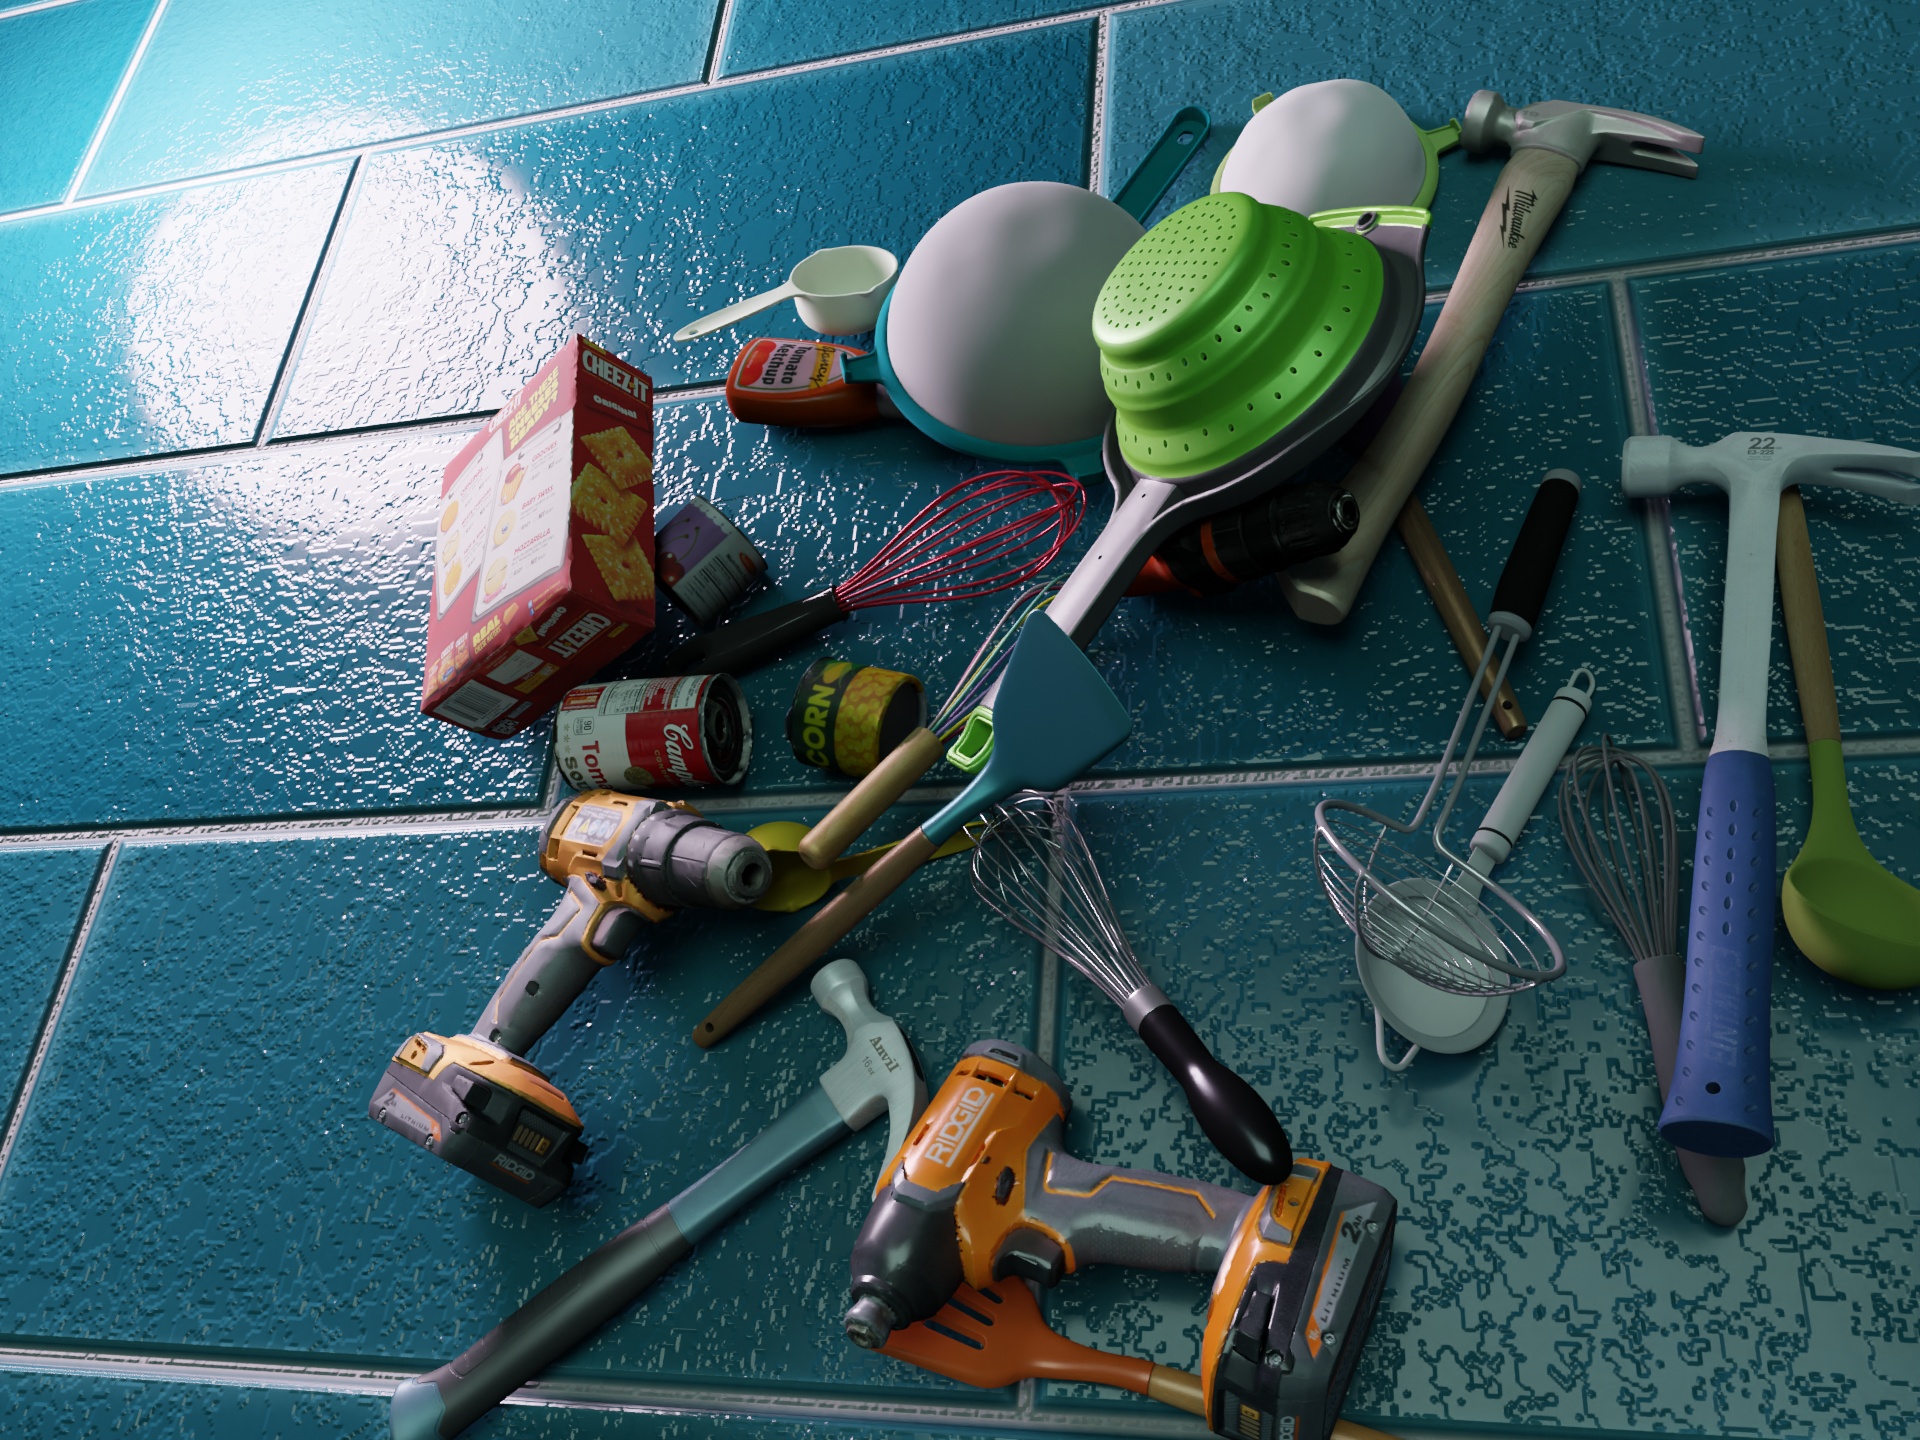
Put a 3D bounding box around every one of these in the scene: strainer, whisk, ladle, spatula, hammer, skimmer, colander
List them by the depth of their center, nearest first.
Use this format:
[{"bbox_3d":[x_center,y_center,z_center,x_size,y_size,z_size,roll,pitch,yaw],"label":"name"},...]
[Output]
[{"bbox_3d":[0.110,0.303,0.722,0.323,0.041,0.081,10,40,21],"label":"spatula"},{"bbox_3d":[0.373,0.010,0.747,0.144,0.035,0.406,3,53,27],"label":"hammer"},{"bbox_3d":[0.332,0.116,0.754,0.055,0.055,0.239,-10,63,12],"label":"whisk"},{"bbox_3d":[0.271,-0.018,0.784,0.127,0.090,0.363,30,58,2],"label":"skimmer"},{"bbox_3d":[0.078,0.124,0.788,0.070,0.070,0.285,-36,42,-4],"label":"whisk"},{"bbox_3d":[0.433,-0.016,0.790,0.078,0.062,0.320,9,60,-1],"label":"ladle"},{"bbox_3d":[0.265,0.071,0.804,0.087,0.050,0.258,38,69,-3],"label":"strainer"},{"bbox_3d":[-0.158,0.271,0.833,0.331,0.033,0.128,-37,56,-4],"label":"hammer"},{"bbox_3d":[-0.040,0.076,0.841,0.317,0.044,0.082,-43,70,16],"label":"spatula"},{"bbox_3d":[0.093,-0.152,0.862,0.397,0.094,0.205,-54,32,-6],"label":"colander"},{"bbox_3d":[0.000,-0.003,0.906,0.047,0.051,0.245,36,65,21],"label":"whisk"},{"bbox_3d":[0.263,-0.123,0.927,0.060,0.018,0.316,-17,57,5],"label":"spatula"},{"bbox_3d":[0.304,-0.221,0.945,0.146,0.038,0.411,21,67,25],"label":"hammer"},{"bbox_3d":[-0.057,-0.082,0.989,0.296,0.073,0.073,-22,57,13],"label":"whisk"},{"bbox_3d":[0.211,-0.331,1.031,0.151,0.069,0.256,20,68,27],"label":"strainer"},{"bbox_3d":[0.081,-0.320,1.035,0.211,0.095,0.340,27,66,17],"label":"strainer"}]

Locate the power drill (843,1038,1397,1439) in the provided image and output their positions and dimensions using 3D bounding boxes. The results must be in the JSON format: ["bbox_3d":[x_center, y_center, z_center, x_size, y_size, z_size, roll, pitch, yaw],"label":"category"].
[{"bbox_3d":[0.065,0.245,0.720,0.226,0.084,0.164,14,40,25],"label":"power drill"}]

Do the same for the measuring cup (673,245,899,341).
[{"bbox_3d":[-0.118,-0.281,1.106,0.167,0.038,0.083,-25,44,-15],"label":"measuring cup"}]

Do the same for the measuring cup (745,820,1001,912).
[{"bbox_3d":[-0.055,0.070,0.909,0.156,0.062,0.029,-13,48,-2],"label":"measuring cup"}]

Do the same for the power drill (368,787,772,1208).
[{"bbox_3d":[-0.204,0.142,0.866,0.185,0.084,0.226,4,59,47],"label":"power drill"}]
